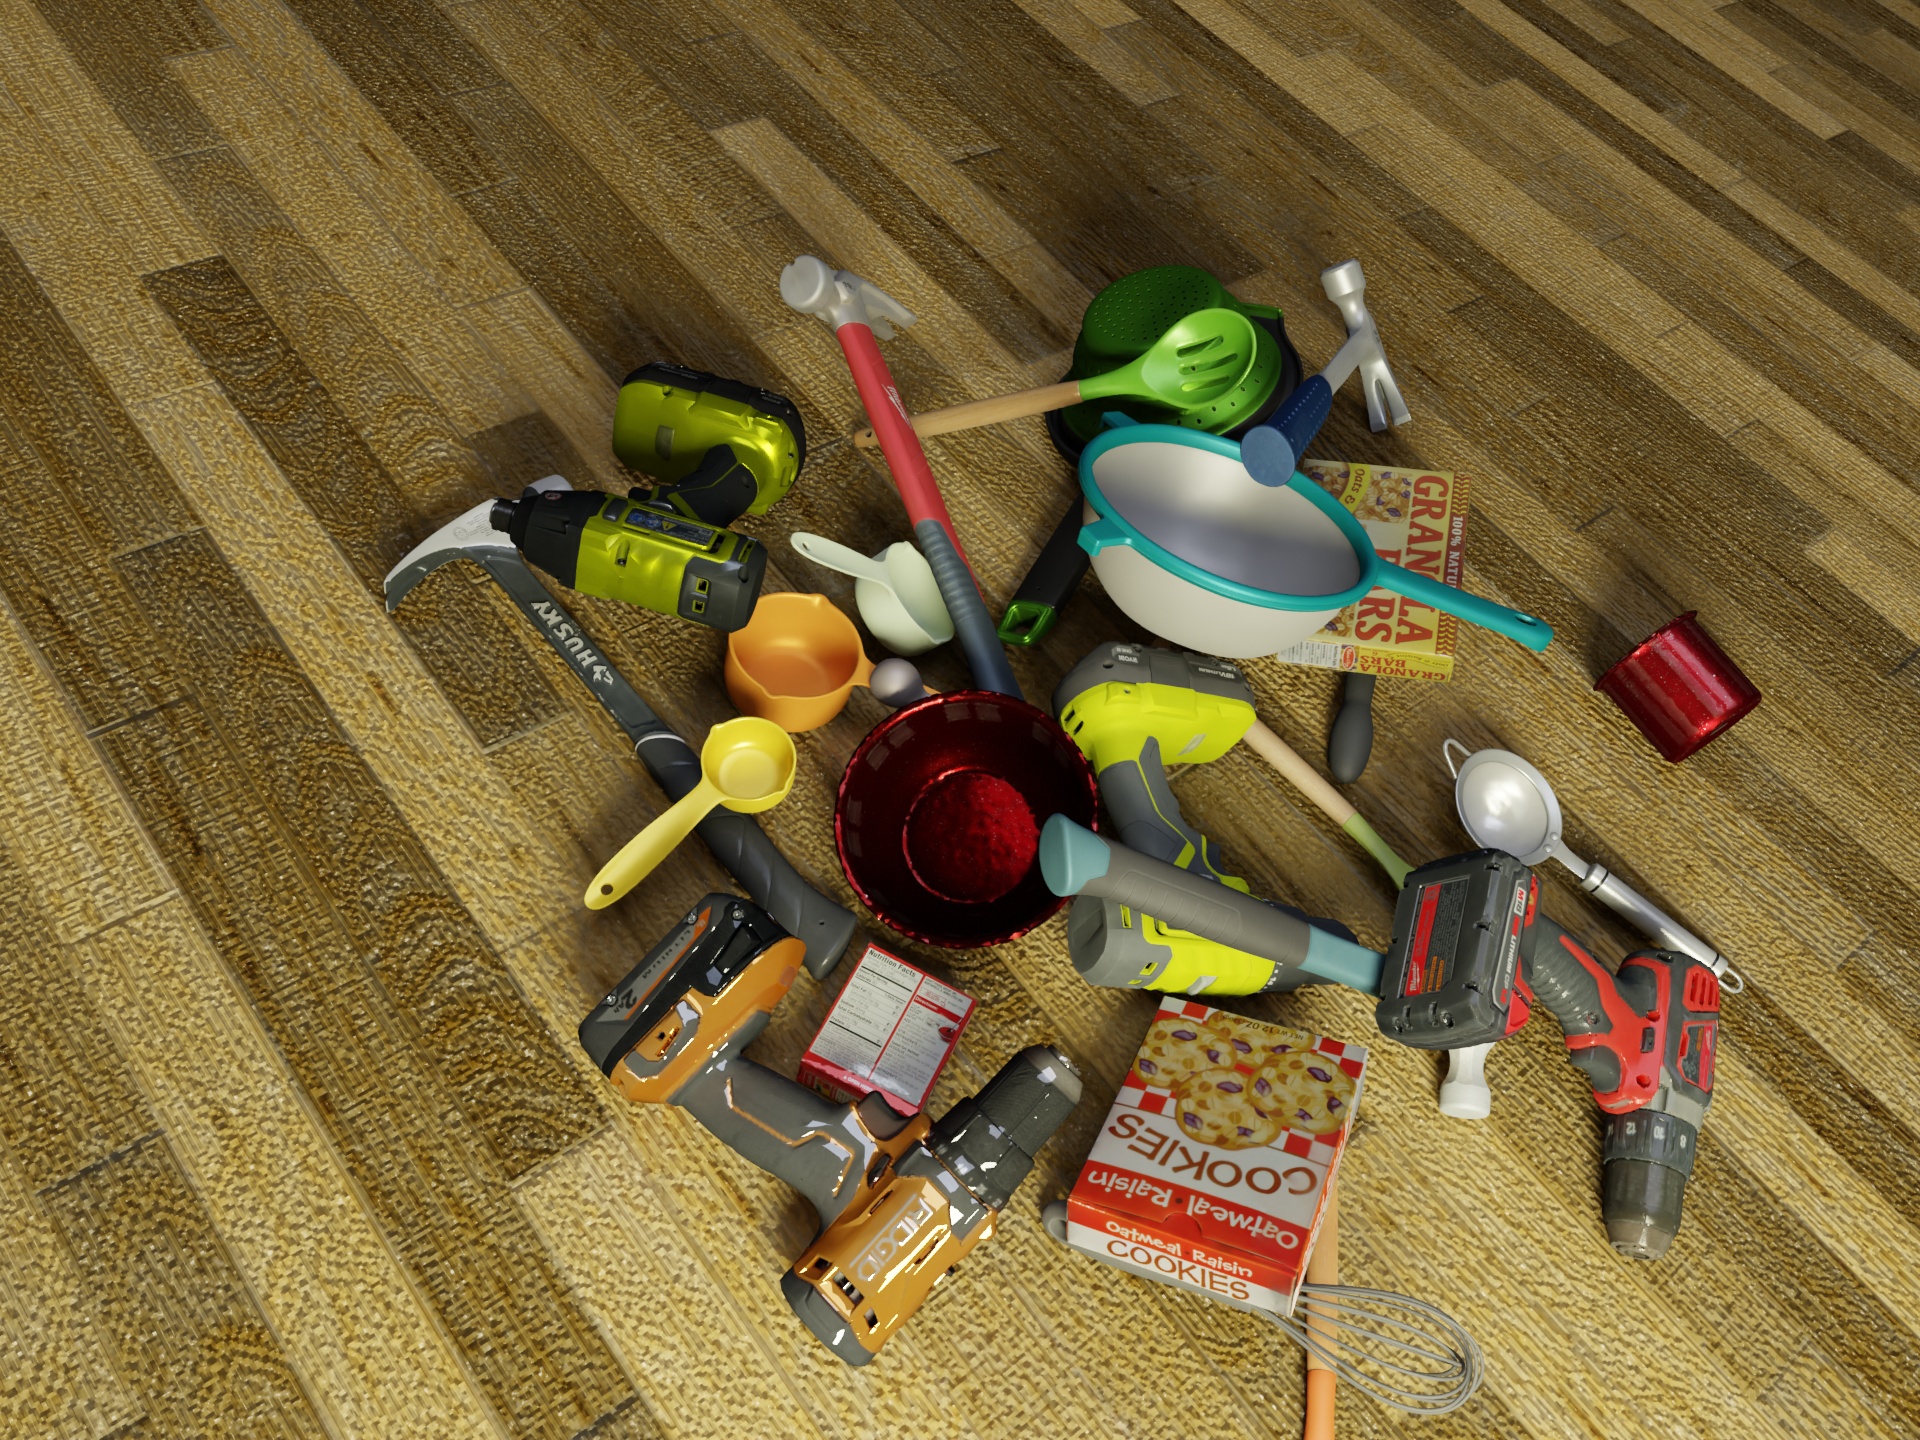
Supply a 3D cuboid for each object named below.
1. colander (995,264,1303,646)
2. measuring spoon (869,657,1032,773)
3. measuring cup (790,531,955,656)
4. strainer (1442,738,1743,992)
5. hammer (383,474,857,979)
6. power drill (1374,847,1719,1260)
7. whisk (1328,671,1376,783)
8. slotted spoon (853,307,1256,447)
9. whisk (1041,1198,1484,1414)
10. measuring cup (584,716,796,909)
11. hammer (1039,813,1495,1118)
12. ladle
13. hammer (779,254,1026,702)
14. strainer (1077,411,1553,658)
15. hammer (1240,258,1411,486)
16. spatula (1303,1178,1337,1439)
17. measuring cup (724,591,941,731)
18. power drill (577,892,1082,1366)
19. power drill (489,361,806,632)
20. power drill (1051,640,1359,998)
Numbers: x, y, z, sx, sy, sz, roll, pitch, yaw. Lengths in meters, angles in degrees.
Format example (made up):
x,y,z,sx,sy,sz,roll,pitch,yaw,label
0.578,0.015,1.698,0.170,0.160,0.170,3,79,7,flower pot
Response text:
x,y,z,sx,sy,sz,roll,pitch,yaw,label
0.119,-0.224,1.191,0.205,0.094,0.397,13,56,30,colander
-0.002,-0.003,1.016,0.124,0.018,0.034,31,57,1,measuring spoon
-0.067,-0.089,1.057,0.167,0.038,0.083,19,49,-51,measuring cup
0.427,0.105,1.093,0.258,0.050,0.087,38,59,8,strainer
-0.205,0.004,1.003,0.149,0.036,0.409,-31,66,-31,hammer
0.357,0.196,0.942,0.226,0.080,0.188,30,63,-20,power drill
0.305,-0.069,1.187,0.070,0.070,0.285,19,56,-1,whisk
0.064,-0.238,1.164,0.314,0.031,0.070,-9,80,21,slotted spoon
0.154,0.303,0.839,0.239,0.055,0.055,16,49,20,whisk
-0.161,0.060,0.944,0.062,0.029,0.156,40,68,16,measuring cup
0.189,0.129,0.933,0.330,0.033,0.128,23,64,-22,hammer
0.251,0.041,1.081,0.320,0.062,0.078,45,38,21,ladle
-0.015,-0.142,1.113,0.143,0.038,0.386,6,60,-61,hammer
0.226,-0.086,1.082,0.340,0.095,0.211,20,36,-4,strainer
0.276,-0.245,1.198,0.144,0.035,0.405,66,30,-14,hammer
0.198,0.326,0.860,0.081,0.041,0.323,8,50,3,spatula
-0.073,-0.019,1.047,0.173,0.052,0.095,23,51,-2,measuring cup
-0.065,0.189,0.834,0.226,0.084,0.185,42,83,17,power drill
-0.198,-0.154,1.062,0.171,0.080,0.223,16,36,-2,power drill
0.152,0.070,1.020,0.190,0.080,0.229,8,54,-23,power drill
